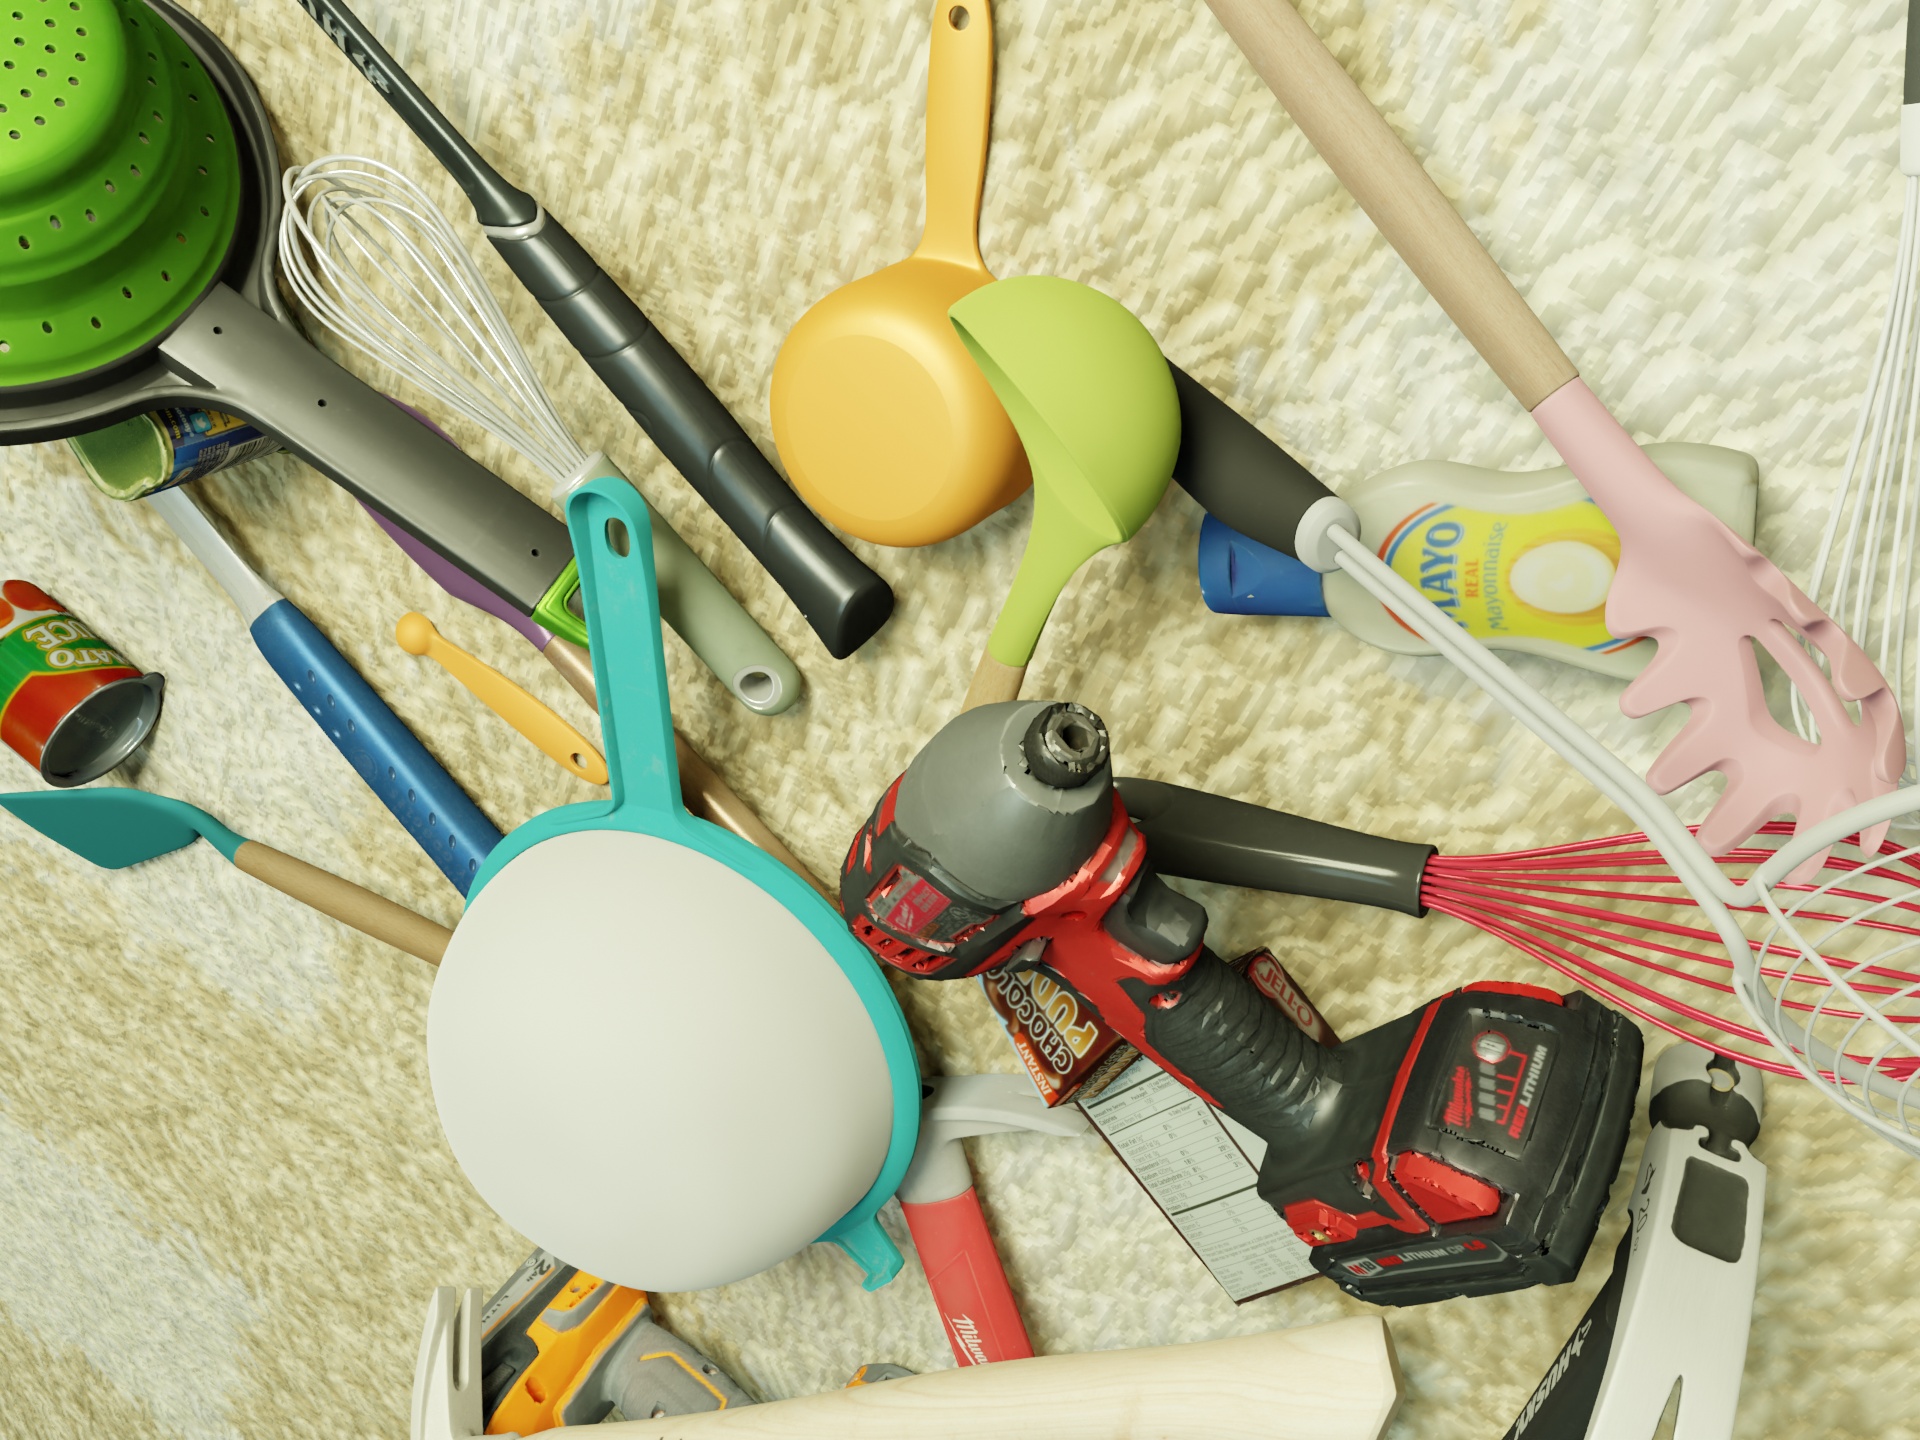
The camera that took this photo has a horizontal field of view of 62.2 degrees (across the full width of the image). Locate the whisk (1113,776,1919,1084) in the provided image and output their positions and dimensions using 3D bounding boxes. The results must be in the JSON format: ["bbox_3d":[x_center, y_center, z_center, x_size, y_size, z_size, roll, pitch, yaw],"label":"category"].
[{"bbox_3d":[0.163,0.053,0.486,0.296,0.073,0.073,10,118,30],"label":"whisk"}]

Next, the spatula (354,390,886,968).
[{"bbox_3d":[-0.142,-0.015,0.630,0.316,0.018,0.059,45,123,7],"label":"spatula"}]

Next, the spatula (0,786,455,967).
[{"bbox_3d":[-0.325,0.082,0.751,0.318,0.044,0.082,17,155,27],"label":"spatula"}]

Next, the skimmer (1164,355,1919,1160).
[{"bbox_3d":[0.148,-0.026,0.374,0.364,0.090,0.127,52,169,42],"label":"skimmer"}]

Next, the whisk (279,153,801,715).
[{"bbox_3d":[-0.140,-0.092,0.556,0.058,0.059,0.246,-34,113,17],"label":"whisk"}]

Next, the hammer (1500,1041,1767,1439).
[{"bbox_3d":[0.189,0.267,0.545,0.035,0.146,0.334,21,130,15],"label":"hammer"}]

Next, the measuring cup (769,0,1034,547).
[{"bbox_3d":[-0.015,-0.135,0.487,0.095,0.052,0.173,17,123,20],"label":"measuring cup"}]

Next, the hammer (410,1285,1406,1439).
[{"bbox_3d":[-0.038,0.268,0.621,0.410,0.038,0.146,-16,66,17],"label":"hammer"}]

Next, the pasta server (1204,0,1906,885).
[{"bbox_3d":[0.130,-0.102,0.403,0.316,0.040,0.060,56,149,8],"label":"pasta server"}]

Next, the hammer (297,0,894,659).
[{"bbox_3d":[-0.165,-0.180,0.533,0.409,0.036,0.149,49,163,-9],"label":"hammer"}]

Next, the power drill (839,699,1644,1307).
[{"bbox_3d":[0.074,0.075,0.461,0.219,0.079,0.143,33,150,-2],"label":"power drill"}]

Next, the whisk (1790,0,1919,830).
[{"bbox_3d":[0.232,-0.104,0.374,0.070,0.070,0.284,0,109,28],"label":"whisk"}]

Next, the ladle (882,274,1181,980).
[{"bbox_3d":[-0.001,-0.002,0.514,0.078,0.062,0.320,55,146,29],"label":"ladle"}]

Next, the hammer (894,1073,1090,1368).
[{"bbox_3d":[0.050,0.330,0.669,0.143,0.038,0.386,-14,100,31],"label":"hammer"}]

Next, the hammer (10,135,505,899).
[{"bbox_3d":[-0.314,-0.052,0.701,0.405,0.035,0.144,50,126,-2],"label":"hammer"}]

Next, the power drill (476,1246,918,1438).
[{"bbox_3d":[-0.133,0.340,0.721,0.226,0.164,0.084,15,125,24],"label":"power drill"}]

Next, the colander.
[{"bbox_3d":[-0.267,-0.155,0.539,0.397,0.204,0.094,36,155,-13],"label":"colander"}]

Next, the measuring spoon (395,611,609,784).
[{"bbox_3d":[-0.196,-0.008,0.674,0.117,0.011,0.021,36,125,8],"label":"measuring spoon"}]

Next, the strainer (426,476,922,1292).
[{"bbox_3d":[-0.128,0.087,0.575,0.211,0.095,0.340,10,120,20],"label":"strainer"}]
